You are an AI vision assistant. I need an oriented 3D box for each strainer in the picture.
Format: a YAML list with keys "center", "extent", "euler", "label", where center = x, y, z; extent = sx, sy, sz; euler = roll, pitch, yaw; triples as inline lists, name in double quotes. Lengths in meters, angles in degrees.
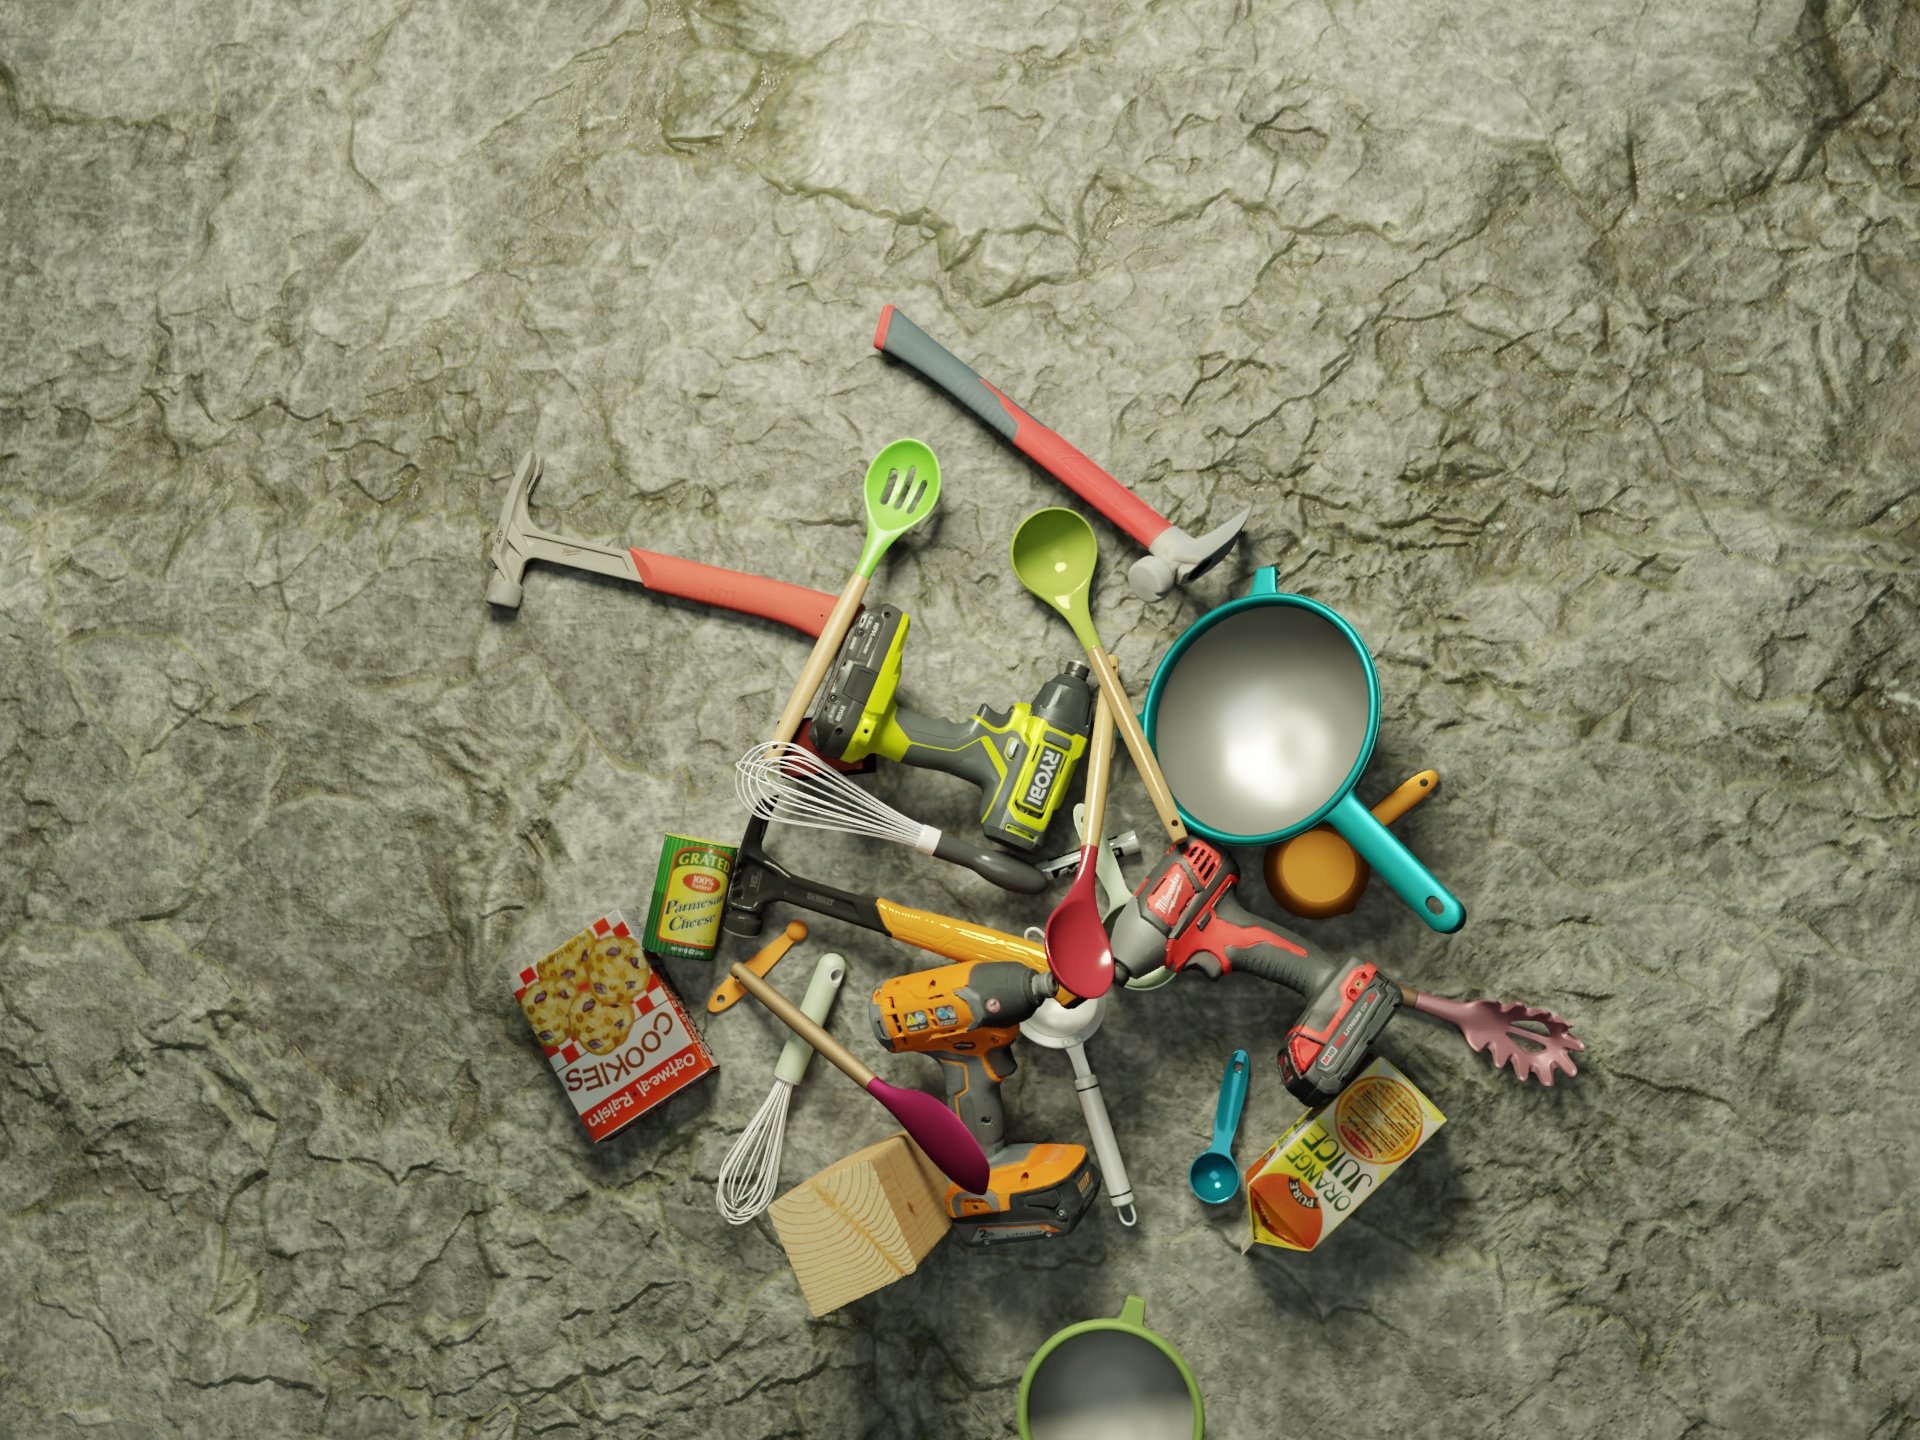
- center: [0.103, 0.298, 1.341]
  extent: [0.087, 0.050, 0.258]
  euler: [-20, 80, 15]
  label: "strainer"
- center: [0.077, 0.584, 1.302]
  extent: [0.256, 0.069, 0.151]
  euler: [-29, 82, 6]
  label: "strainer"
- center: [0.295, 0.048, 1.280]
  extent: [0.211, 0.095, 0.341]
  euler: [-49, 54, 15]
  label: "strainer"

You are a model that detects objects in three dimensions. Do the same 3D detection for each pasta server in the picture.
- center: [0.350, 0.224, 1.316]
  extent: [0.316, 0.040, 0.060]
  euler: [18, 98, 12]
  label: "pasta server"

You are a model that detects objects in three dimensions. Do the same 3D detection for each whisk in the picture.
- center: [-0.057, 0.089, 1.350]
  extent: [0.284, 0.070, 0.070]
  euler: [22, 87, -6]
  label: "whisk"
- center: [-0.155, 0.319, 1.387]
  extent: [0.059, 0.057, 0.246]
  euler: [14, 79, 47]
  label: "whisk"

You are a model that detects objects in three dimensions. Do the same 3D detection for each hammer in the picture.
- center: [-0.258, -0.141, 1.462]
  extent: [0.359, 0.036, 0.149]
  euler: [13, 86, 11]
  label: "hammer"
- center: [-0.041, 0.167, 1.354]
  extent: [0.337, 0.034, 0.127]
  euler: [16, 96, 18]
  label: "hammer"
- center: [0.076, -0.255, 1.405]
  extent: [0.386, 0.038, 0.143]
  euler: [42, 53, 19]
  label: "hammer"

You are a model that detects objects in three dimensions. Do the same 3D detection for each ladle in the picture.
- center: [0.109, 0.081, 1.314]
  extent: [0.069, 0.031, 0.316]
  euler: [25, 58, -27]
  label: "ladle"
- center: [0.123, -0.042, 1.340]
  extent: [0.078, 0.062, 0.320]
  euler: [-21, 65, -3]
  label: "ladle"

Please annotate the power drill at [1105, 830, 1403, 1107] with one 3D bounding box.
- center: [0.229, 0.204, 1.281]
  extent: [0.220, 0.078, 0.143]
  euler: [37, 74, 14]
  label: "power drill"

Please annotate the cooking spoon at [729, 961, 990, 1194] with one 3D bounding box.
- center: [-0.090, 0.288, 1.321]
  extent: [0.319, 0.017, 0.068]
  euler: [32, 130, 35]
  label: "cooking spoon"

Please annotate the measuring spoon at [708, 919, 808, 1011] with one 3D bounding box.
- center: [-0.182, 0.220, 1.418]
  extent: [0.117, 0.011, 0.021]
  euler: [-42, 79, 2]
  label: "measuring spoon"

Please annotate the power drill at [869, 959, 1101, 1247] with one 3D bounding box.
- center: [0.034, 0.304, 1.295]
  extent: [0.164, 0.084, 0.226]
  euler: [-18, 95, 28]
  label: "power drill"

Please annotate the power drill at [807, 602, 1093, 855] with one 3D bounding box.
- center: [-0.002, -0.004, 1.358]
  extent: [0.223, 0.080, 0.171]
  euler: [24, 80, -9]
  label: "power drill"

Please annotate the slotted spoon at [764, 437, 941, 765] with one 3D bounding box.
- center: [-0.100, -0.104, 1.399]
  extent: [0.070, 0.031, 0.314]
  euler: [23, 81, 12]
  label: "slotted spoon"

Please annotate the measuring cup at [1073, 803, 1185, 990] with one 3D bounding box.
- center: [0.134, 0.150, 1.358]
  extent: [0.083, 0.038, 0.168]
  euler: [-23, 80, -1]
  label: "measuring cup"

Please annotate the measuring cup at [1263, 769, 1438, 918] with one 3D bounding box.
- center: [0.331, 0.096, 1.326]
  extent: [0.173, 0.052, 0.095]
  euler: [-39, 79, 5]
  label: "measuring cup"

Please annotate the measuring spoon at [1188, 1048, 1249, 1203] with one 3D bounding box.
- center: [0.223, 0.341, 1.338]
  extent: [0.042, 0.021, 0.129]
  euler: [13, 76, 11]
  label: "measuring spoon"
